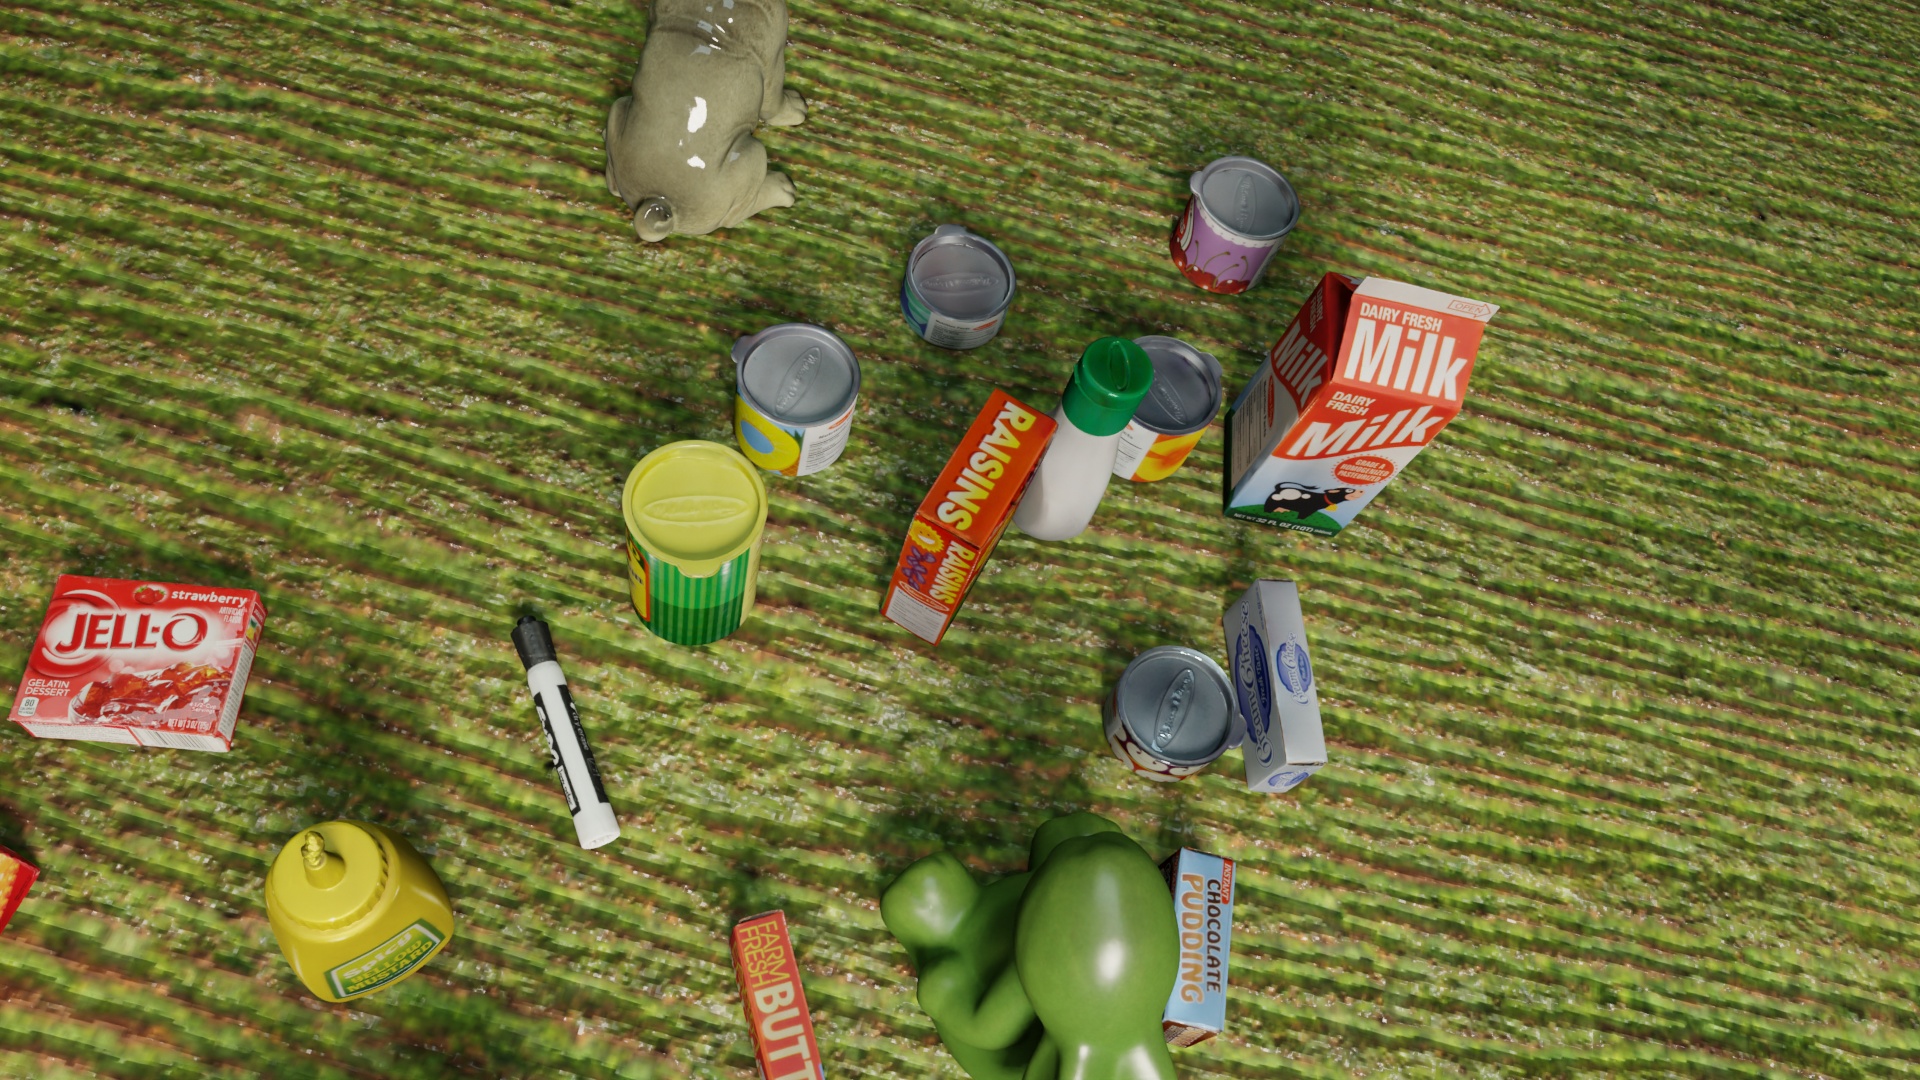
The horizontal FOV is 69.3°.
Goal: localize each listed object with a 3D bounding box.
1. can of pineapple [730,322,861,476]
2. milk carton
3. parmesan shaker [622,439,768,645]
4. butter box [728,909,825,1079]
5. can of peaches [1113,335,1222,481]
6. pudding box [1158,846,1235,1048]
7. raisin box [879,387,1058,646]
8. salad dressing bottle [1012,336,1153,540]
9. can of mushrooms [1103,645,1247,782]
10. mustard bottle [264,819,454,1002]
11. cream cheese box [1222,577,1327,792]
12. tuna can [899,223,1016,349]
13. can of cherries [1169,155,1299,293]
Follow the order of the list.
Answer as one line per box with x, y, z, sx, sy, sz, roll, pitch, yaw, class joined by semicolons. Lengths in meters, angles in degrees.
-0.092;-0.078;0.760;0.071;0.057;0.071;5;63;-10;can of pineapple
0.209;-0.079;0.750;0.072;0.189;0.074;10;62;-7;milk carton
-0.131;0.007;0.683;0.071;0.102;0.071;5;63;-10;parmesan shaker
-0.079;0.221;0.614;0.024;0.053;0.104;-11;67;-17;butter box
0.112;-0.076;0.803;0.071;0.057;0.071;5;63;-10;can of peaches
0.109;0.196;0.669;0.030;0.049;0.084;14;62;-5;pudding box
0.003;-0.009;0.708;0.040;0.122;0.086;30;62;4;raisin box
0.062;-0.051;0.729;0.044;0.147;0.064;3;63;-10;salad dressing bottle
0.112;0.093;0.731;0.071;0.033;0.071;5;63;-10;can of mushrooms
-0.245;0.145;0.556;0.065;0.159;0.049;-29;73;-23;mustard bottle
0.166;0.077;0.739;0.024;0.053;0.104;2;63;-11;cream cheese box
-0.003;-0.151;0.831;0.071;0.032;0.071;5;63;-10;tuna can
0.170;-0.200;0.878;0.071;0.058;0.072;5;63;-10;can of cherries
